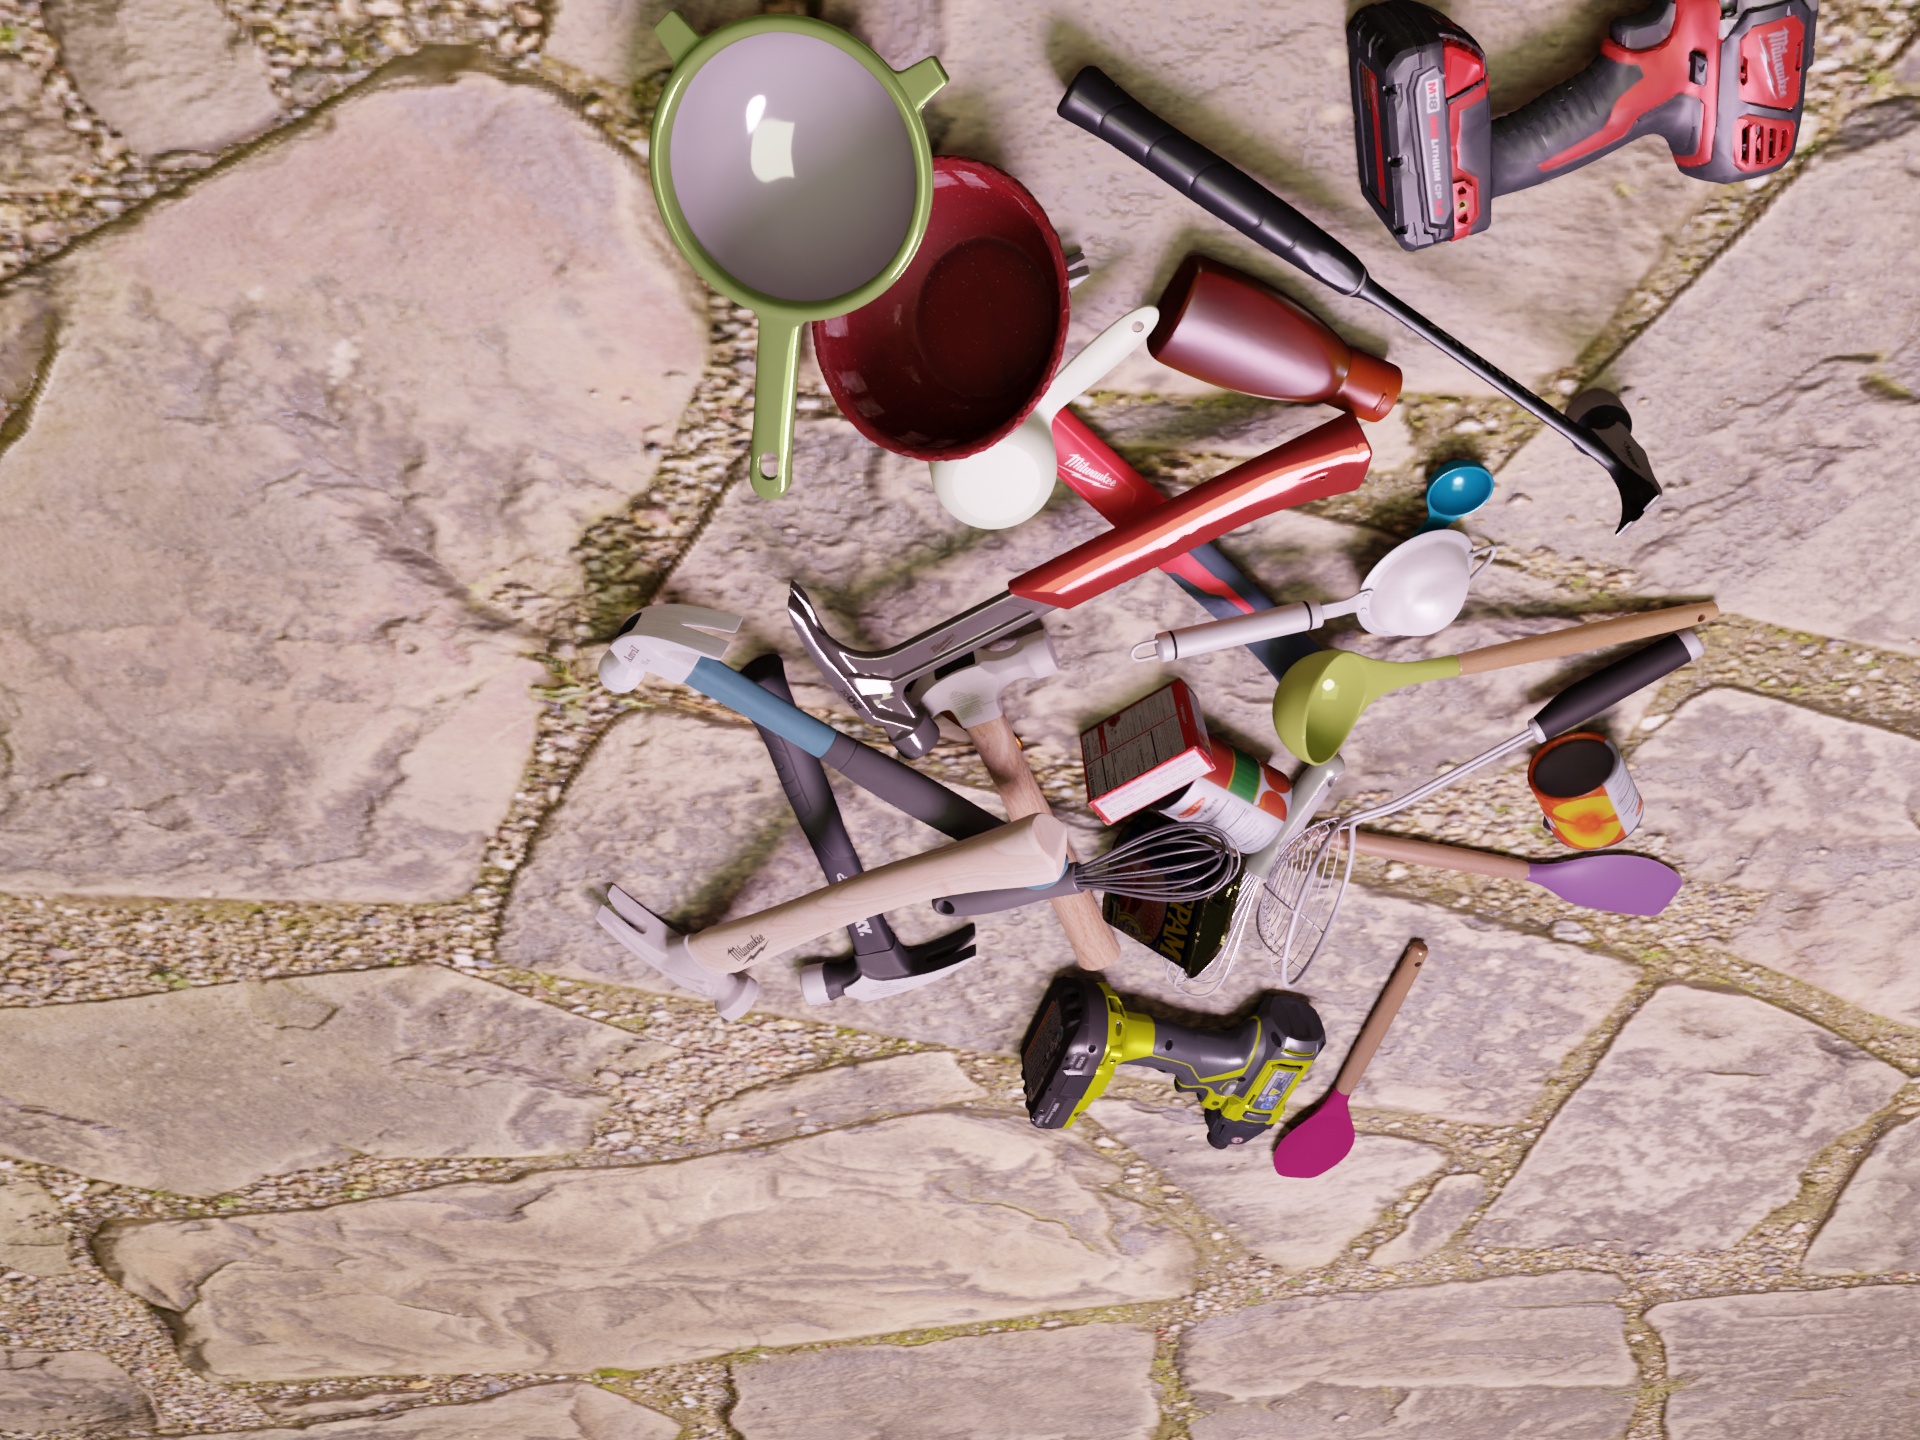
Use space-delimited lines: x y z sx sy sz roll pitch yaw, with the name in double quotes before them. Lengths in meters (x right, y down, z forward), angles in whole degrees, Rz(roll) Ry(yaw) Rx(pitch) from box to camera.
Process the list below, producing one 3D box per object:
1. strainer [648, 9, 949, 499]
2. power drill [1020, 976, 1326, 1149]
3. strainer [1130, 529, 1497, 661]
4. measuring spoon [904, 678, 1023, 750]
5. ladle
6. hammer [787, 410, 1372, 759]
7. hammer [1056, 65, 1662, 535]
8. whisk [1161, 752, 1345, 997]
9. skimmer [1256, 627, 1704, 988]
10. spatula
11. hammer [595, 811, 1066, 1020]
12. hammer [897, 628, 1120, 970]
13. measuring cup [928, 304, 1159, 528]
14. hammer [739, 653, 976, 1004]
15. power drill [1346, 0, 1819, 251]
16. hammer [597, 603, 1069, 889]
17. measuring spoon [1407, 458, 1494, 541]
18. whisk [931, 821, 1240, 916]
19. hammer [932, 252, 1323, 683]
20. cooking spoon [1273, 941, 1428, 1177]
"strainer" -0.088 -0.247 0.861 0.151 0.069 0.256 13 122 7
"power drill" 0.171 0.293 1.327 0.223 0.080 0.171 10 128 -14
"strainer" 0.233 -0.067 1.016 0.258 0.050 0.086 -13 136 -6
"measuring spoon" -0.002 -0.004 1.116 0.116 0.011 0.021 31 122 -24
"ladle" 0.357 -0.036 1.049 0.320 0.062 0.078 -12 123 -6
"hammer" 0.076 -0.099 0.974 0.359 0.037 0.149 -26 125 17
"hammer" 0.227 -0.233 0.876 0.408 0.149 0.036 29 123 -15
"whisk" 0.221 0.118 1.204 0.057 0.059 0.246 -11 138 -46
"skimmer" 0.363 0.062 1.112 0.363 0.090 0.127 -31 156 12
"spatula" 0.411 0.110 1.221 0.315 0.018 0.059 10 127 -11
"hammer" -0.093 0.125 1.114 0.410 0.038 0.146 -23 125 41
"hammer" 0.052 0.076 1.163 0.130 0.031 0.331 -18 130 10
"measuring cup" 0.051 -0.174 0.912 0.083 0.038 0.167 37 119 -28
"hammer" -0.091 0.086 1.173 0.146 0.035 0.334 -12 129 8
"power drill" 0.319 -0.349 0.807 0.226 0.080 0.187 -13 129 5
"hammer" -0.075 0.022 1.041 0.331 0.033 0.128 30 151 -13
"measuring spoon" 0.297 -0.123 1.031 0.042 0.021 0.128 10 137 -17
"whisk" 0.085 0.114 1.136 0.239 0.055 0.055 -13 130 26
"hammer" 0.145 -0.123 1.008 0.143 0.038 0.386 -39 121 24
"cooking spoon" 0.341 0.302 1.376 0.068 0.017 0.318 7 129 -9
